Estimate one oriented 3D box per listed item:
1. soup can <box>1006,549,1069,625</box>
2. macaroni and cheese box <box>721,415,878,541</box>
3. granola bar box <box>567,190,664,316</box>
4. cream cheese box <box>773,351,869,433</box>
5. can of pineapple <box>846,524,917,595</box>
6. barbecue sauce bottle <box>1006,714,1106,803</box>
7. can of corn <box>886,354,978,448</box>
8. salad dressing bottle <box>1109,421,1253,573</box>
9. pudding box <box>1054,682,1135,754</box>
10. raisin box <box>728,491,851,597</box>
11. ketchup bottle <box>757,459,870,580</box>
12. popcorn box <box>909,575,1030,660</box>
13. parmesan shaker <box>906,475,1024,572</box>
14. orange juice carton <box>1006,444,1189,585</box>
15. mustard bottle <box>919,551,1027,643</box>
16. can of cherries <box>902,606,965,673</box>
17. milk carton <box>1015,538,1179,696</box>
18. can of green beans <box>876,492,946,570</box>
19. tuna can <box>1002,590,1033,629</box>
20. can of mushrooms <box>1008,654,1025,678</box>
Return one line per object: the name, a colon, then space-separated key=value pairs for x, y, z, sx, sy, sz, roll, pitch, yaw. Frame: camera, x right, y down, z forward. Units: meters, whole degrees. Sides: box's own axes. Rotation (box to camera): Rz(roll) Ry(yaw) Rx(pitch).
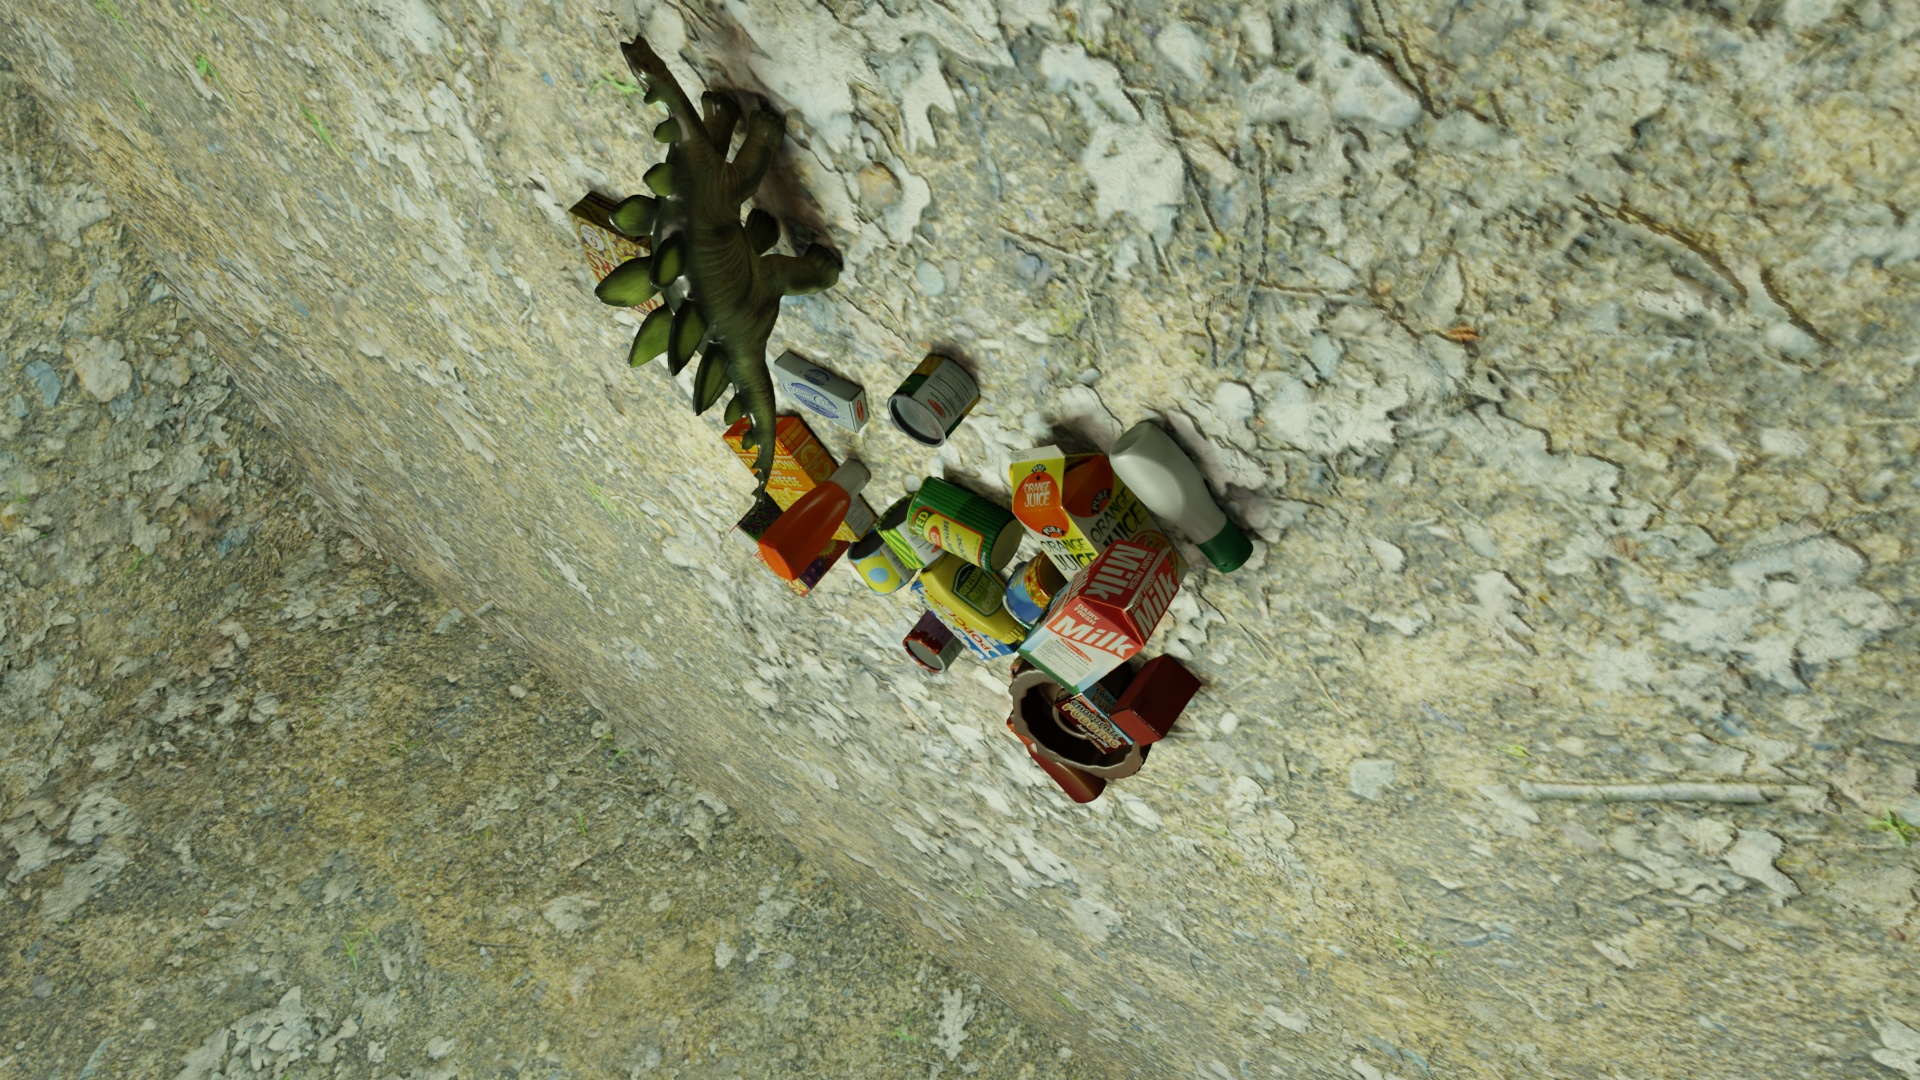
soup can: x=0.090 y=0.042 z=1.412 sx=0.071 sy=0.071 sz=0.083 roll=40 pitch=154 yaw=-3
macaroni and cheese box: x=-0.188 y=-0.073 z=1.623 sx=0.123 sy=0.040 sz=0.166 roll=5 pitch=139 yaw=50
granola bar box: x=-0.325 y=-0.283 z=1.460 sx=0.166 sy=0.039 sz=0.123 roll=28 pitch=153 yaw=23
cream cheese box: x=-0.146 y=-0.154 z=1.449 sx=0.104 sy=0.024 sz=0.053 roll=28 pitch=152 yaw=22
can of pineapple: x=-0.092 y=0.022 z=1.620 sx=0.071 sy=0.071 sz=0.057 roll=4 pitch=136 yaw=51
barbecue sauce bottle: x=0.120 y=0.274 z=1.782 sx=0.148 sy=0.044 sz=0.064 roll=46 pitch=154 yaw=-14
can of corn: x=-0.026 y=-0.129 z=1.290 sx=0.071 sy=0.058 sz=0.070 roll=30 pitch=154 yaw=17
salad dressing bottle: x=0.189 y=-0.034 z=1.177 sx=0.147 sy=0.044 sz=0.064 roll=46 pitch=152 yaw=-16
pudding box: x=0.147 y=0.187 z=1.485 sx=0.083 sy=0.030 sz=0.049 roll=45 pitch=137 yaw=-13
raisin box: x=-0.210 y=-0.003 z=1.716 sx=0.123 sy=0.086 sz=0.040 roll=42 pitch=150 yaw=-7
ketchup bottle: x=-0.157 y=-0.027 z=1.529 sx=0.043 sy=0.149 sz=0.064 roll=19 pitch=147 yaw=36
popcorn box: x=0.010 y=0.081 z=1.615 sx=0.126 sy=0.038 sz=0.085 roll=45 pitch=153 yaw=-12
parmesan shaker: x=0.005 y=-0.018 z=1.425 sx=0.103 sy=0.071 sz=0.071 roll=26 pitch=152 yaw=25
orange juice carton: x=0.119 y=-0.014 z=1.269 sx=0.192 sy=0.073 sz=0.071 roll=50 pitch=152 yaw=-22
mustard bottle: x=0.029 y=0.070 z=1.546 sx=0.160 sy=0.065 sz=0.048 roll=41 pitch=161 yaw=-17
can of cherries: x=-0.031 y=0.121 z=1.713 sx=0.071 sy=0.058 sz=0.071 roll=30 pitch=153 yaw=17
milk carton: x=0.126 y=0.064 z=1.219 sx=0.073 sy=0.073 sz=0.189 roll=37 pitch=151 yaw=-1
can of green beans: x=-0.049 y=-0.011 z=1.509 sx=0.071 sy=0.071 sz=0.057 roll=-1 pitch=133 yaw=54
tuna can: x=0.082 y=0.069 z=1.502 sx=0.071 sy=0.033 sz=0.070 roll=31 pitch=154 yaw=17
can of mushrooms: x=0.091 y=0.156 z=1.636 sx=0.071 sy=0.033 sz=0.070 roll=31 pitch=154 yaw=17
